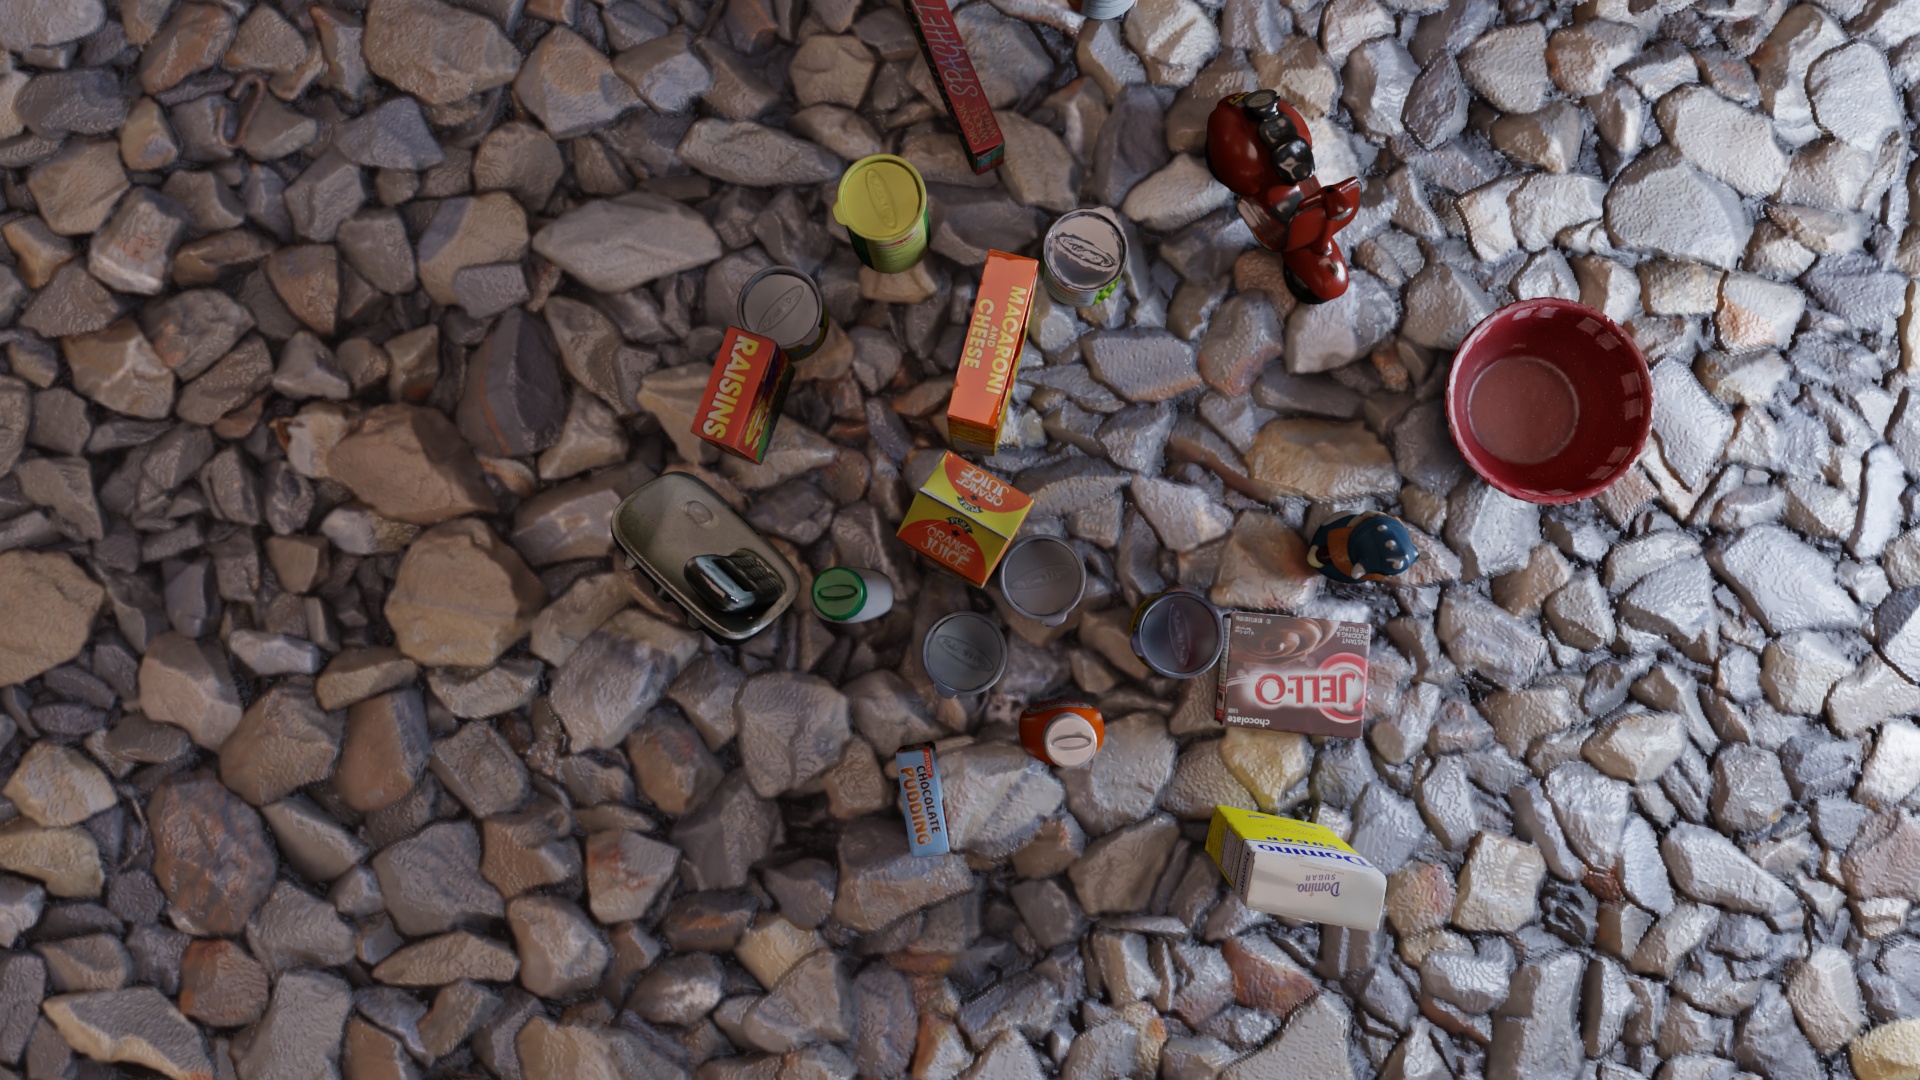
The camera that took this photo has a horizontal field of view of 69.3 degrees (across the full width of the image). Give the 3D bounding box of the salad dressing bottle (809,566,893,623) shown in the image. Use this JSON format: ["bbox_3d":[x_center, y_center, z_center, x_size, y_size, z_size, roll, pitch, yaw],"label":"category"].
[{"bbox_3d":[-0.084,0.040,1.036,0.064,0.147,0.044,-4,87,0],"label":"salad dressing bottle"}]

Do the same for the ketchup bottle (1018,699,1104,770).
[{"bbox_3d":[0.077,0.144,1.028,0.065,0.149,0.043,-5,87,0],"label":"ketchup bottle"}]

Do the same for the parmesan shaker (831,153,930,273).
[{"bbox_3d":[-0.060,-0.250,1.077,0.071,0.103,0.071,0,87,0],"label":"parmesan shaker"}]

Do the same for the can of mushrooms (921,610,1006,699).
[{"bbox_3d":[0.002,0.090,1.090,0.071,0.033,0.071,0,87,0],"label":"can of mushrooms"}]

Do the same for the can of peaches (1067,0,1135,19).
[{"bbox_3d":[0.115,-0.462,1.112,0.071,0.058,0.071,0,87,0],"label":"can of peaches"}]

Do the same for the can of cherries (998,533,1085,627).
[{"bbox_3d":[0.063,0.032,1.081,0.071,0.058,0.071,0,87,0],"label":"can of cherries"}]

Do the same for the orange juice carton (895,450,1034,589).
[{"bbox_3d":[0.004,-0.013,1.016,0.072,0.192,0.073,31,88,2],"label":"orange juice carton"}]

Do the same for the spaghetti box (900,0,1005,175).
[{"bbox_3d":[-0.023,-0.415,1.113,0.029,0.050,0.250,-22,87,-1],"label":"spaghetti box"}]

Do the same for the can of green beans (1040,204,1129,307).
[{"bbox_3d":[0.097,-0.222,1.097,0.071,0.058,0.071,0,87,0],"label":"can of green beans"}]

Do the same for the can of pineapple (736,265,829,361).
[{"bbox_3d":[-0.138,-0.176,1.095,0.071,0.058,0.071,0,87,0],"label":"can of pineapple"}]

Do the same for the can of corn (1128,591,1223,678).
[{"bbox_3d":[0.164,0.073,1.077,0.071,0.058,0.071,0,87,0],"label":"can of corn"}]

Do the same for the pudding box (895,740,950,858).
[{"bbox_3d":[-0.029,0.200,1.075,0.030,0.049,0.083,-9,87,0],"label":"pudding box"}]

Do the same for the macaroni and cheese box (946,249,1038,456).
[{"bbox_3d":[0.024,-0.135,1.037,0.040,0.166,0.123,14,87,1],"label":"macaroni and cheese box"}]

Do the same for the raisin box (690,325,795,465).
[{"bbox_3d":[-0.163,-0.107,1.058,0.040,0.123,0.086,20,87,2],"label":"raisin box"}]
